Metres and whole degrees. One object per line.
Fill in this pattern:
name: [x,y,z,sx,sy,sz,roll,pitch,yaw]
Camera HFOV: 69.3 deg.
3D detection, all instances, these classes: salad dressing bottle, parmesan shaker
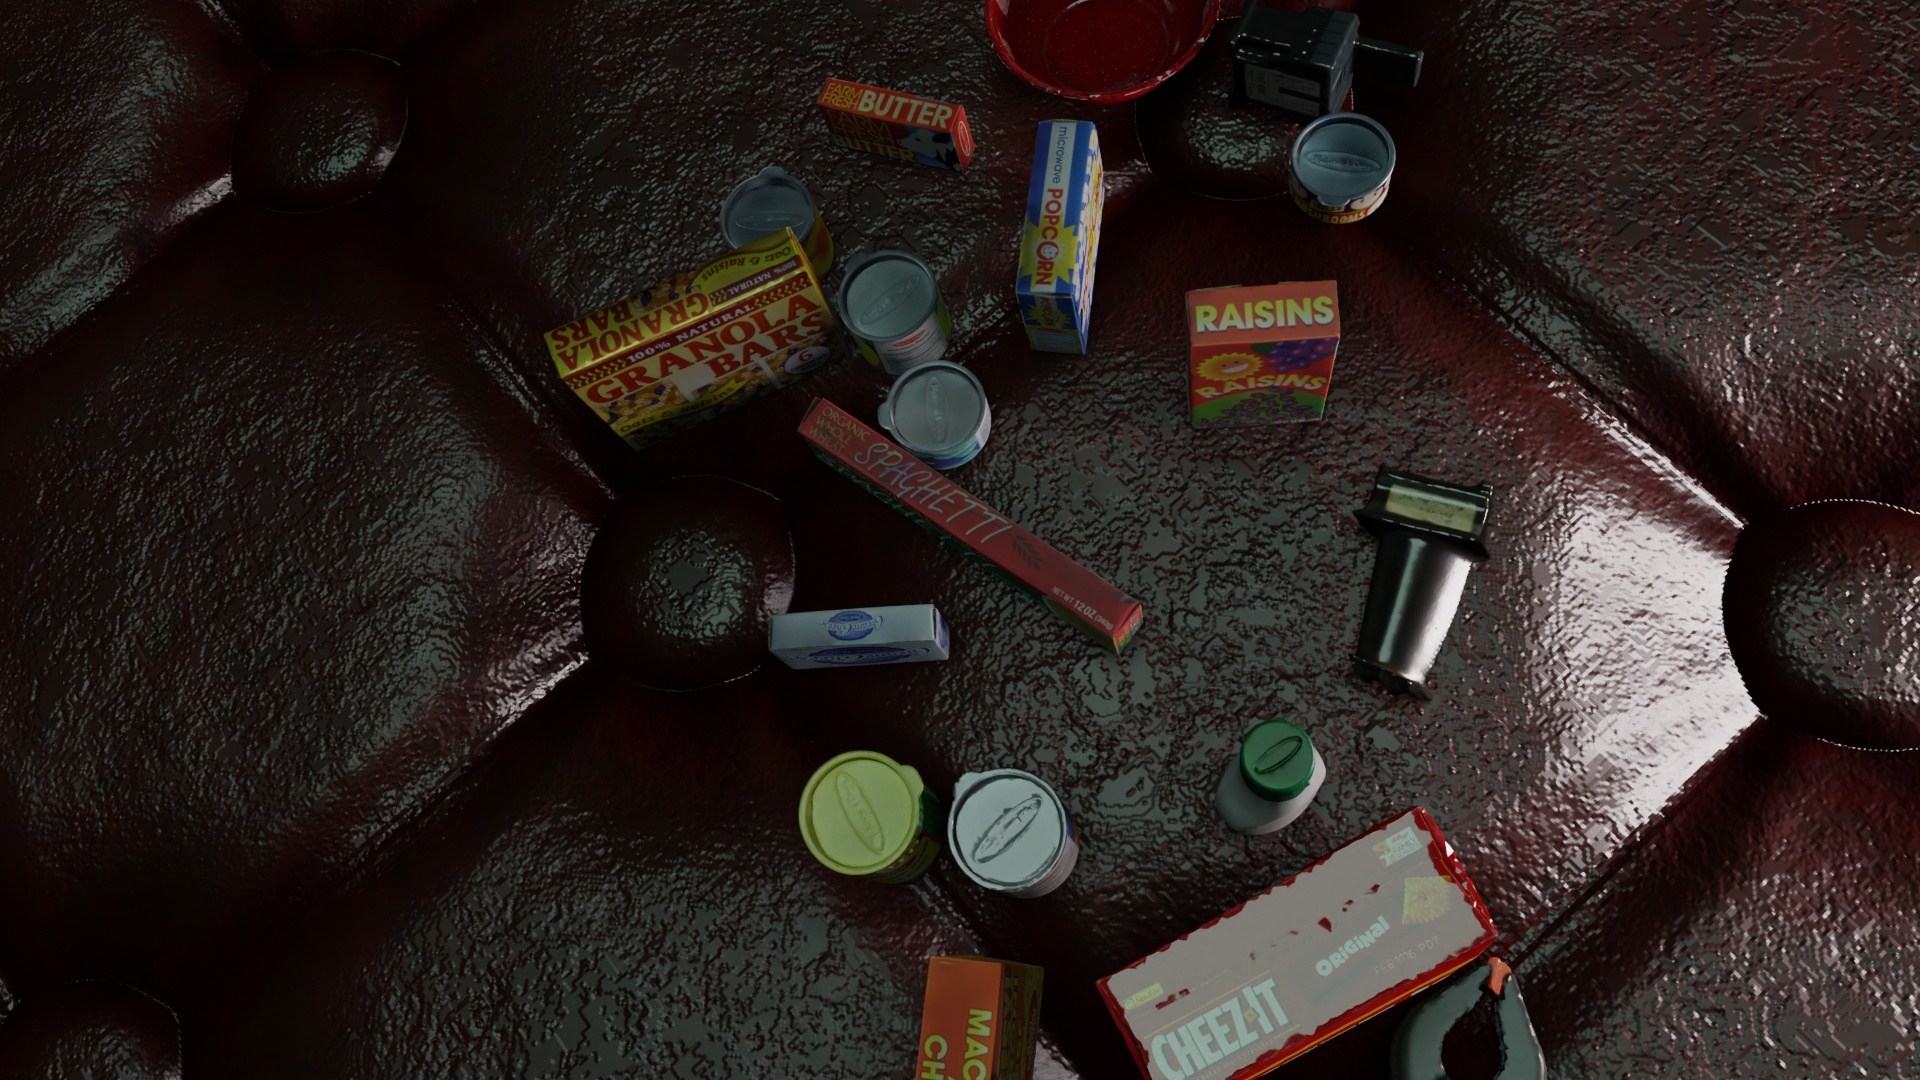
salad dressing bottle: [0.168,0.127,0.748,0.064,0.147,0.044,-35,70,-2]
parmesan shaker: [-0.045,0.160,0.796,0.071,0.103,0.071,-3,72,9]

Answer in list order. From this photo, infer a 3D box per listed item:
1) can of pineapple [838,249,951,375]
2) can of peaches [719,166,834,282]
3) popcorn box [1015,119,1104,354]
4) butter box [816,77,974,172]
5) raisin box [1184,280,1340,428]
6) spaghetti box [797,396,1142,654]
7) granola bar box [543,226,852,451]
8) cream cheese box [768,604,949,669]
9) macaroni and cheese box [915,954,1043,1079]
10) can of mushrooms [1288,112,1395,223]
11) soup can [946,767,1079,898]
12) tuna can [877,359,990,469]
can of pineapple: [-0.043,-0.152,0.922,0.071,0.057,0.071,-3,72,9]
can of peaches: [-0.125,-0.211,0.955,0.071,0.058,0.071,-3,72,9]
popcorn box: [0.067,-0.196,0.904,0.038,0.085,0.127,5,73,11]
butter box: [-0.045,-0.290,0.970,0.103,0.053,0.024,16,76,14]
raisin box: [0.179,-0.110,0.836,0.086,0.123,0.040,-3,72,9]
spaghetti box: [0.003,-0.011,0.872,0.250,0.050,0.029,33,81,18]
granola bar box: [-0.163,-0.126,0.898,0.165,0.124,0.039,-24,70,1]
cream cheese box: [-0.061,0.060,0.858,0.104,0.053,0.024,-4,72,8]
macaroni and cheese box: [0.010,0.279,0.714,0.040,0.166,0.124,4,73,11]
can of mushrooms: [0.250,-0.243,0.916,0.071,0.033,0.071,-3,72,9]
soup can: [0.030,0.166,0.792,0.071,0.083,0.071,-3,72,9]
tuna can: [-0.016,-0.081,0.908,0.071,0.032,0.071,-3,72,9]
